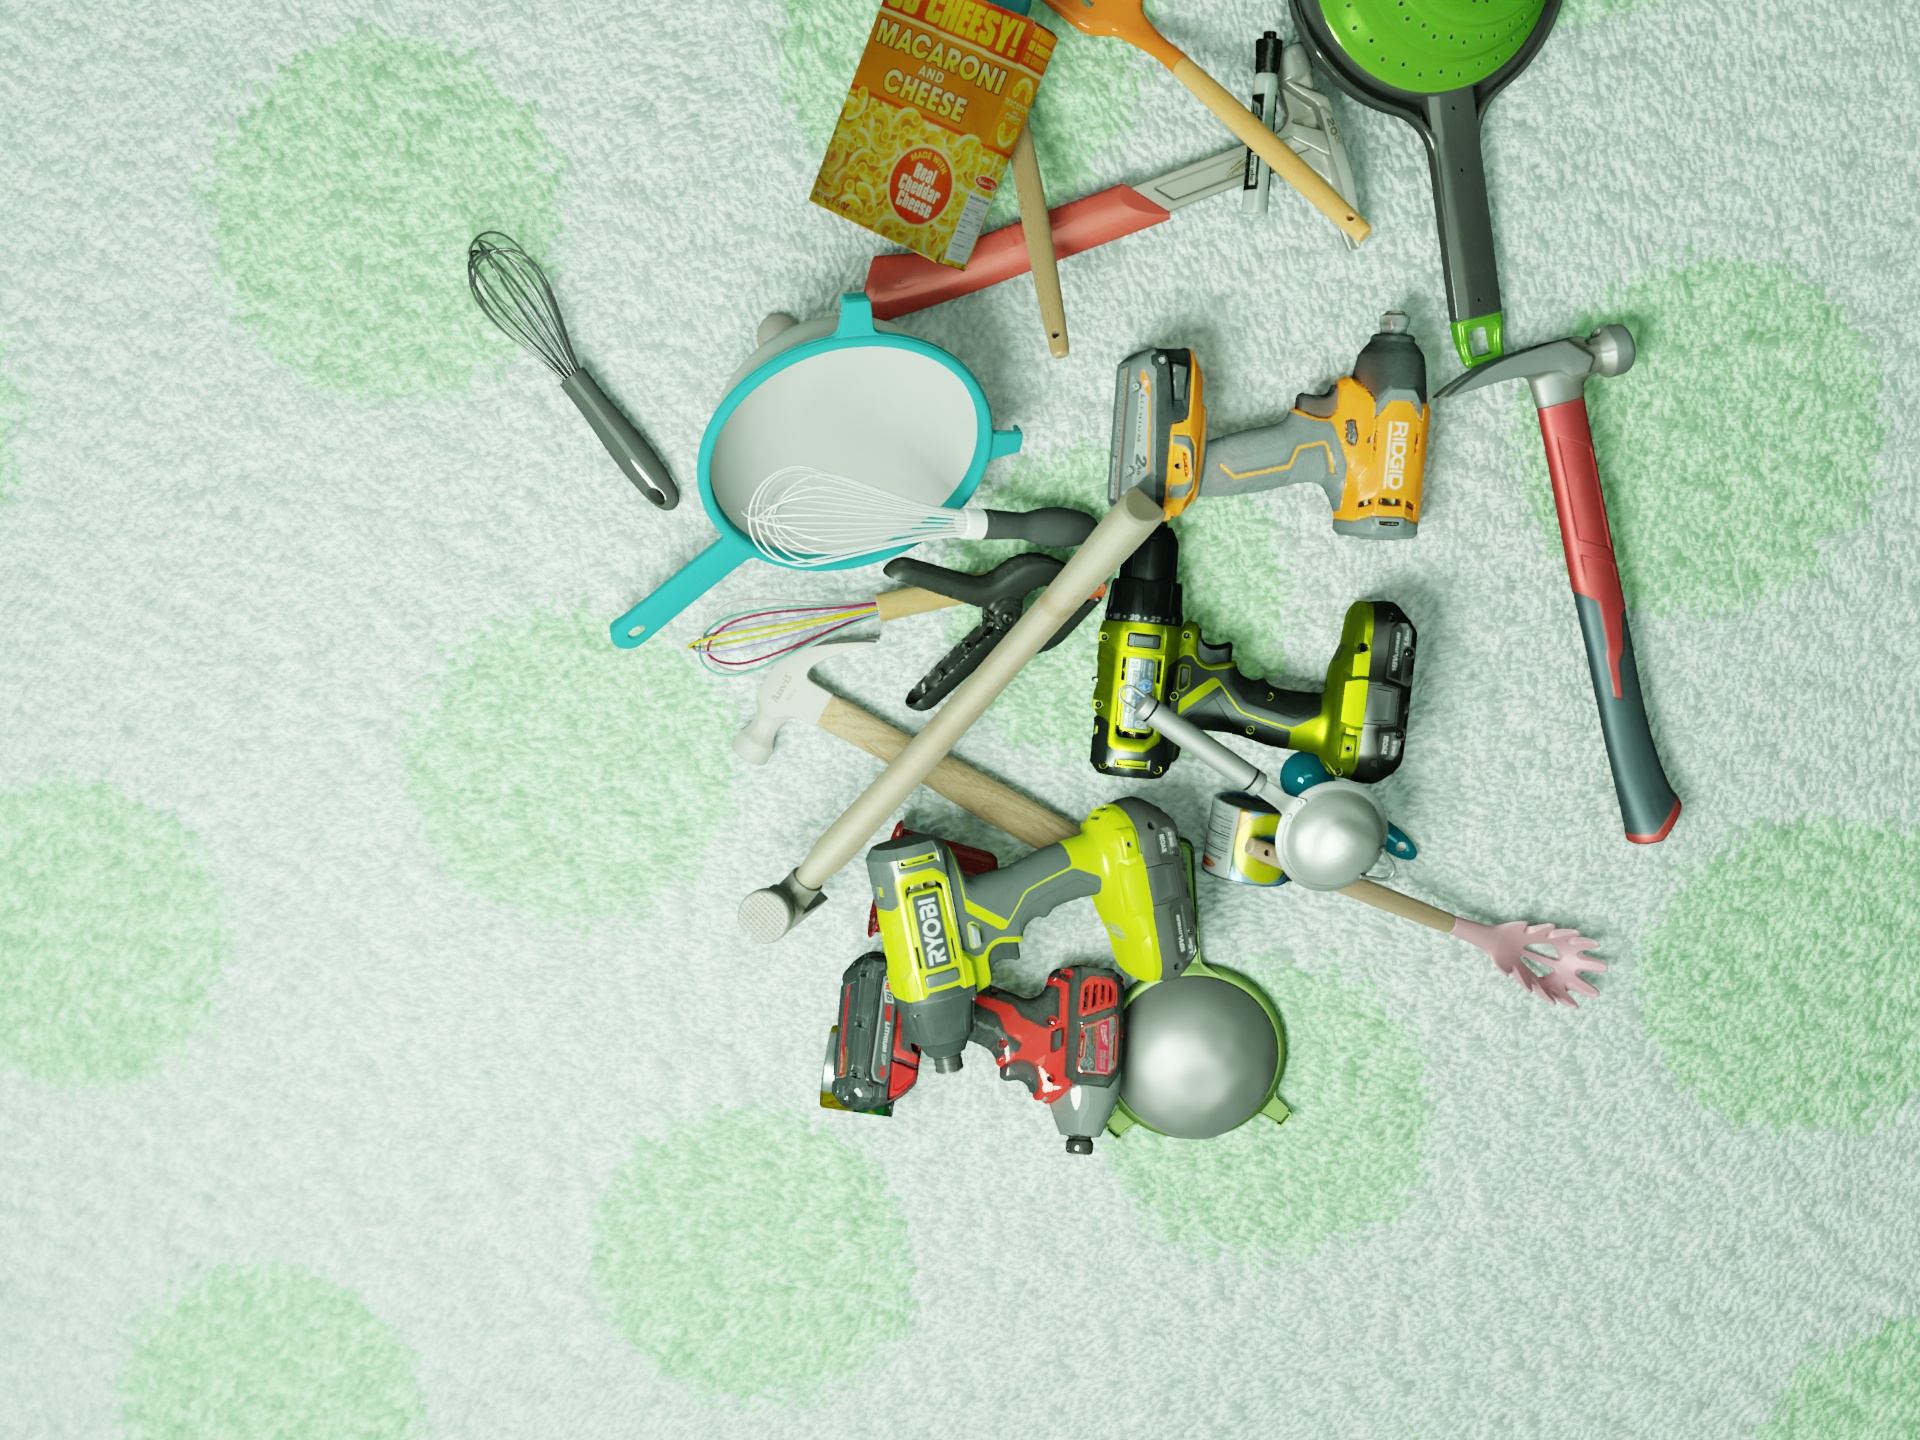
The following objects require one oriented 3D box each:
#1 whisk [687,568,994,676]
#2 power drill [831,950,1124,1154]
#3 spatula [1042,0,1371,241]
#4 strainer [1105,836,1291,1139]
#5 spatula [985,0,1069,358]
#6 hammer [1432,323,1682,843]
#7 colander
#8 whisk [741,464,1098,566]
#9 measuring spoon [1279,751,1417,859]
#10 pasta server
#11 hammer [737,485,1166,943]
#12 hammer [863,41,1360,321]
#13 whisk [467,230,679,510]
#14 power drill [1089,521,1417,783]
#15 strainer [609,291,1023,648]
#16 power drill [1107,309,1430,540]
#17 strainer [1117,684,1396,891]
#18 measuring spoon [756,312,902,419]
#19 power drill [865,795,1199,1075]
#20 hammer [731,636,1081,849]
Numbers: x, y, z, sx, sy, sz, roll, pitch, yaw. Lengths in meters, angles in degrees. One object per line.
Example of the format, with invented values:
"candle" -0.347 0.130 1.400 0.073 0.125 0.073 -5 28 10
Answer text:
"whisk" -0.083 -0.078 1.188 0.245 0.047 0.051 -13 59 -7
"power drill" 0.019 0.252 1.213 0.219 0.078 0.143 8 73 -14
"spatula" 0.166 -0.441 1.095 0.081 0.041 0.323 -42 73 4
"strainer" 0.182 0.221 1.243 0.151 0.069 0.256 -5 103 2
"spatula" 0.037 -0.408 1.111 0.082 0.044 0.317 -12 84 17
"hammer" 0.461 -0.086 1.184 0.143 0.038 0.386 -17 102 -4
"colander" 0.347 -0.440 1.085 0.204 0.094 0.397 -15 104 -6
"whisk" -0.020 -0.141 1.131 0.284 0.070 0.070 -2 103 -29
"measuring spoon" 0.305 0.071 1.234 0.128 0.021 0.042 36 100 -4
"pasta server" 0.355 0.147 1.210 0.316 0.040 0.060 21 87 -17
"hammer" -0.002 -0.004 1.145 0.038 0.146 0.410 43 99 4
"hammer" 0.102 -0.353 1.149 0.359 0.037 0.149 -19 100 5
"whisk" -0.283 -0.255 1.175 0.055 0.055 0.239 -35 103 8
"power drill" 0.214 -0.046 1.187 0.228 0.080 0.190 6 94 3
"strainer" -0.138 -0.178 1.155 0.340 0.095 0.210 -35 140 21
"power drill" 0.227 -0.218 1.152 0.226 0.084 0.164 3 100 -3
"strainer" 0.218 0.050 1.145 0.258 0.050 0.087 34 99 -8
"measuring spoon" -0.097 -0.260 1.181 0.124 0.018 0.034 32 100 -6
"power drill" 0.053 0.152 1.160 0.223 0.080 0.171 -13 96 -18
"hammer" -0.003 0.044 1.232 0.331 0.031 0.130 29 101 -5
